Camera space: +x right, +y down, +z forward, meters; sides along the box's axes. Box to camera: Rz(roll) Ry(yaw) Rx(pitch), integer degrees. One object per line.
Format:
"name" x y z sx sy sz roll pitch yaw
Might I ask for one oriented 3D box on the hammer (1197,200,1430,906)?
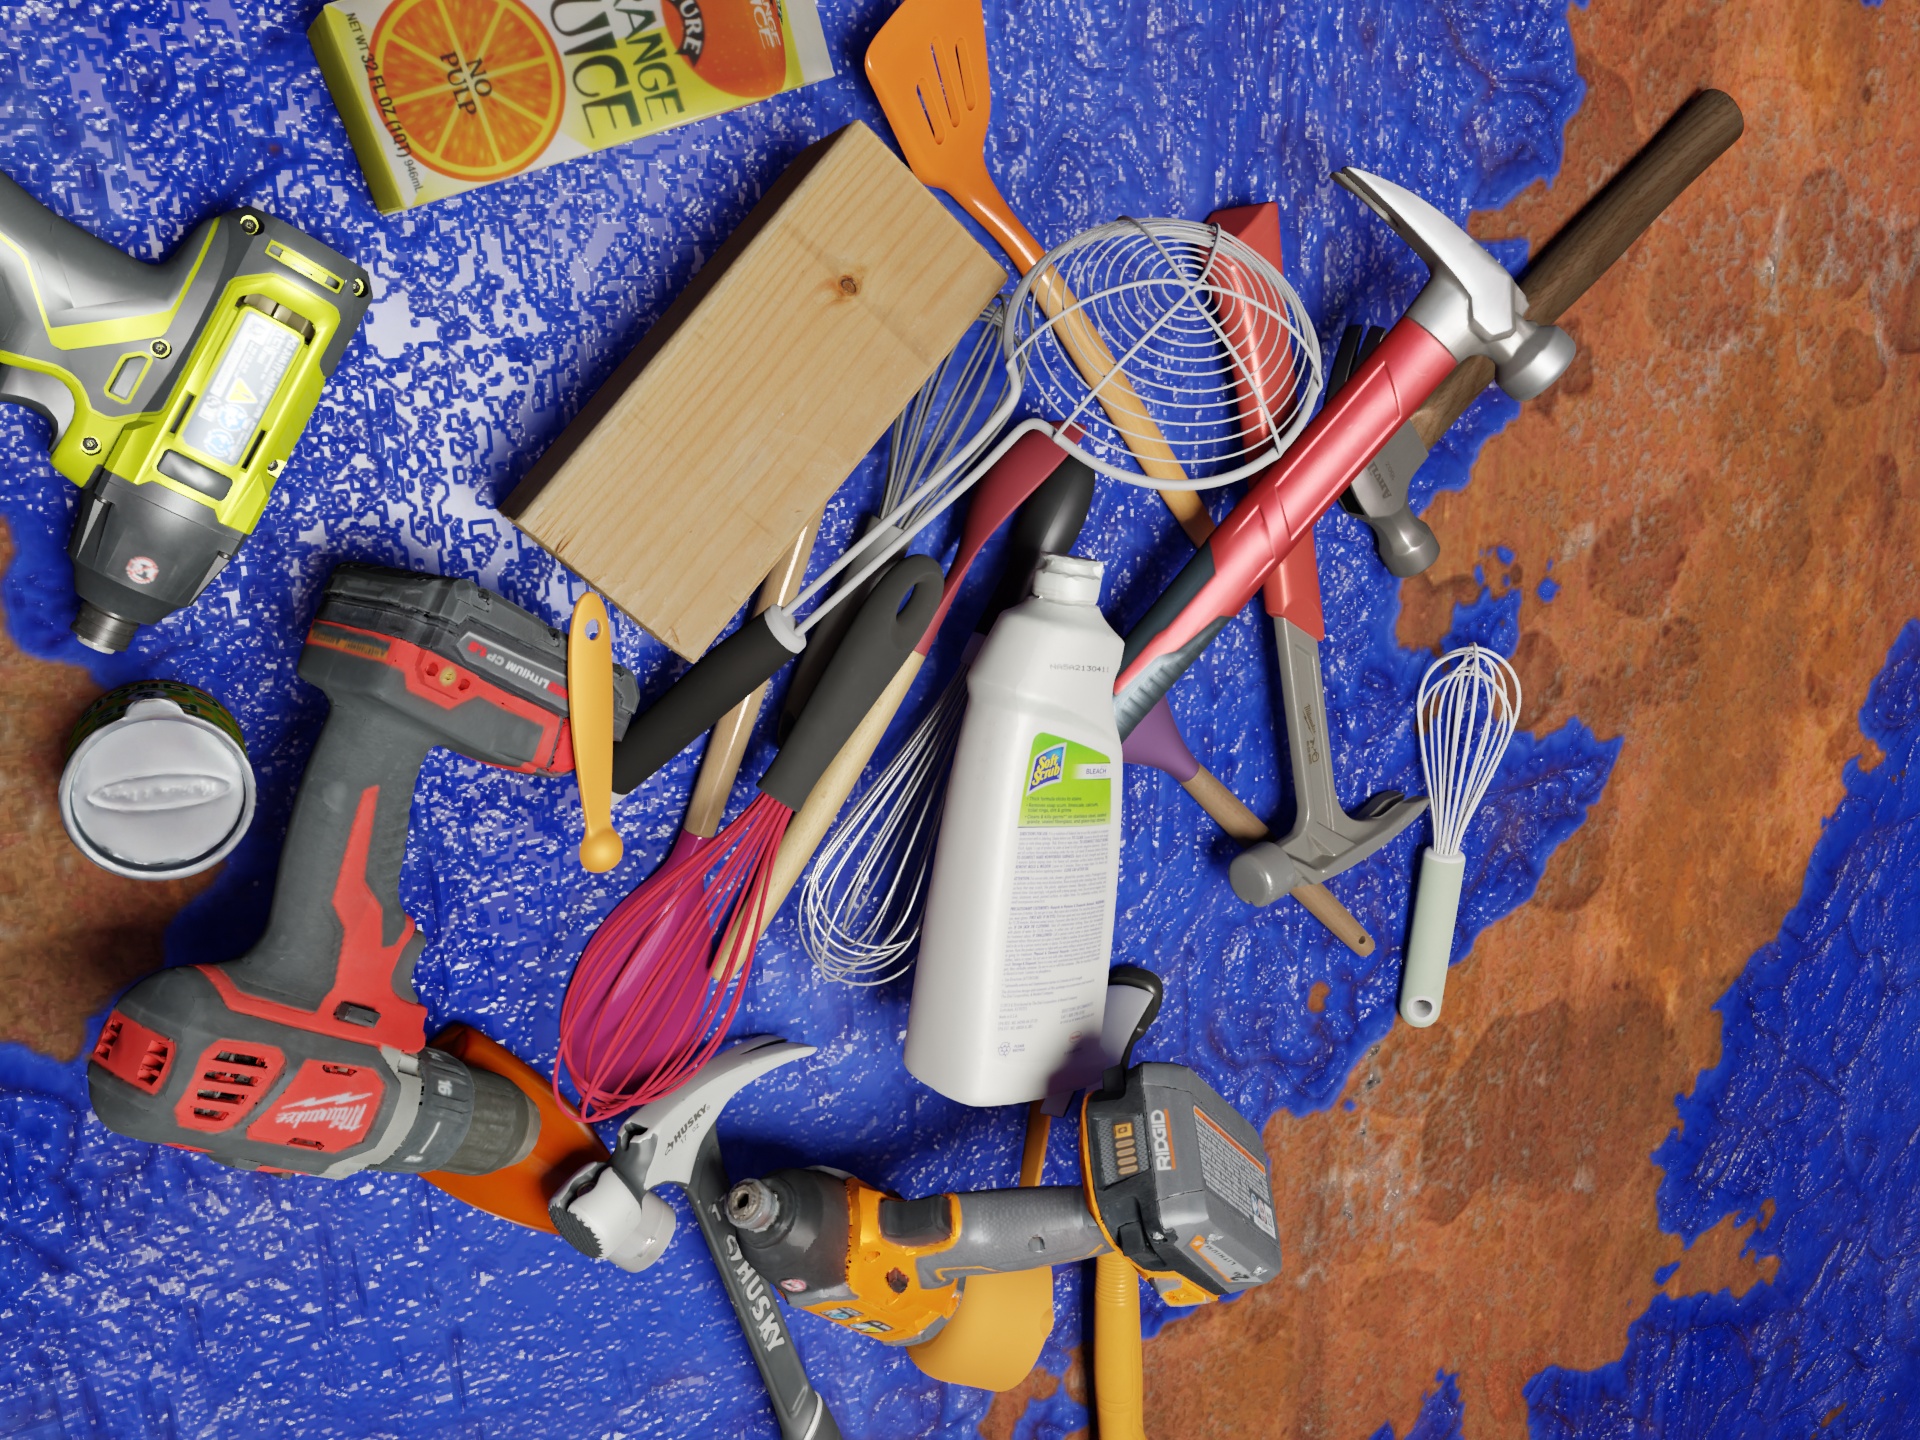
"hammer" 0.179 -0.088 0.842 0.149 0.037 0.359 -24 111 -36

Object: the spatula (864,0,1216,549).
"spatula" 0.055 -0.194 0.753 0.081 0.041 0.322 -53 123 -24

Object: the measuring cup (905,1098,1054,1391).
"measuring cup" 0.012 0.264 0.848 0.052 0.095 0.174 17 78 -25

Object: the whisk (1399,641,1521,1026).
"whisk" 0.290 0.072 0.951 0.058 0.059 0.246 6 109 9

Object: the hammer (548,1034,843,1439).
"hammer" -0.084 0.342 0.818 0.149 0.036 0.408 -43 129 -42

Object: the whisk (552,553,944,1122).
"whisk" -0.092 0.051 0.711 0.073 0.073 0.296 34 87 -30

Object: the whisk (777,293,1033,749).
"whisk" -0.029 -0.088 0.737 0.055 0.055 0.239 21 98 -30

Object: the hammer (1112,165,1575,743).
"hammer" 0.115 -0.079 0.777 0.143 0.038 0.386 40 98 -9

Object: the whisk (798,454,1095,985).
"whisk" -0.001 -0.002 0.774 0.070 0.070 0.284 29 85 -31

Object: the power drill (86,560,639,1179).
"power drill" -0.211 0.071 0.629 0.187 0.080 0.227 35 70 -52

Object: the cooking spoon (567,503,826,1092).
"cooking spoon" -0.114 0.028 0.741 0.068 0.017 0.319 16 97 -31

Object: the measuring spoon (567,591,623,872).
"measuring spoon" -0.142 0.007 0.628 0.021 0.011 0.117 -20 117 -49

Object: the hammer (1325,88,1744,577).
"hammer" 0.322 -0.237 0.886 0.331 0.031 0.130 -45 120 -10

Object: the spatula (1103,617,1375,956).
"spatula" 0.139 0.045 0.877 0.315 0.018 0.060 42 84 -29

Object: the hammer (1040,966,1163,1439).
"hammer" 0.086 0.312 0.888 0.127 0.034 0.336 -47 138 -59

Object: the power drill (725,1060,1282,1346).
"power drill" 0.013 0.224 0.723 0.226 0.084 0.164 -19 142 21

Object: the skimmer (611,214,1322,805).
"skimmer" -0.016 -0.073 0.677 0.363 0.127 0.090 -38 161 21

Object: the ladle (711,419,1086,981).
"ladle" -0.035 -0.011 0.754 0.031 0.069 0.315 30 93 -10

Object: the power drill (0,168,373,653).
"power drill" -0.343 -0.135 0.546 0.223 0.080 0.171 28 90 -34
